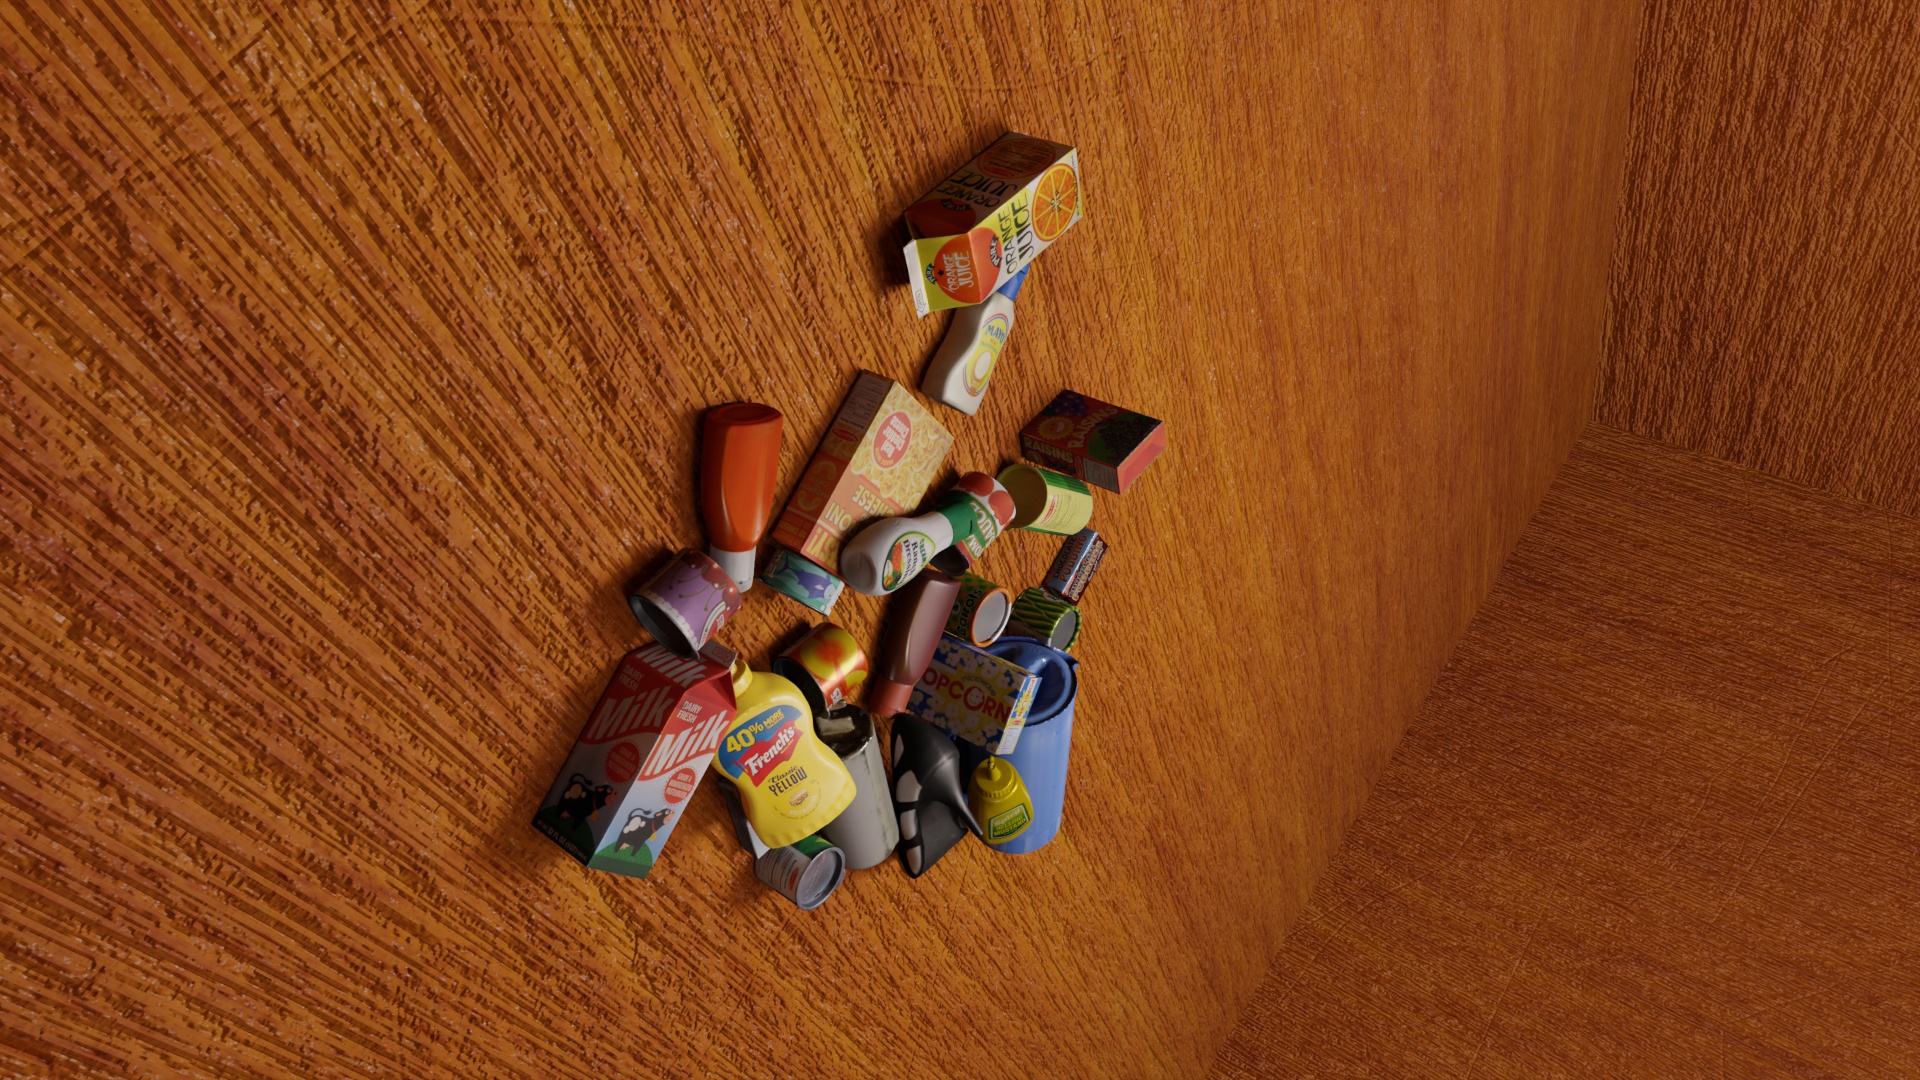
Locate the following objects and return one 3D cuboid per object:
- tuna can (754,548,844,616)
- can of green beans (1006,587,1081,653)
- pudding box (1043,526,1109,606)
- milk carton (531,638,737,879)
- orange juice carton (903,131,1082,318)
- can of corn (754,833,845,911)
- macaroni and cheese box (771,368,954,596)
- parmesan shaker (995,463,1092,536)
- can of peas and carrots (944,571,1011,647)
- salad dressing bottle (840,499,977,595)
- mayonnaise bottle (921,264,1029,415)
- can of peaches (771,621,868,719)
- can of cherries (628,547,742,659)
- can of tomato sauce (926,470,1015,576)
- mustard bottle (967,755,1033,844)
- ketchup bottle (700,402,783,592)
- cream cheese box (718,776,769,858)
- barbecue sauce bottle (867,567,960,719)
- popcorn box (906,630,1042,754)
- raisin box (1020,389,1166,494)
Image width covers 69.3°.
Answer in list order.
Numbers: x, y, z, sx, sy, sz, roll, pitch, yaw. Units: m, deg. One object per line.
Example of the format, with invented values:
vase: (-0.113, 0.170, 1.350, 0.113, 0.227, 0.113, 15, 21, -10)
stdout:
tuna can: (-0.136, 0.034, 1.172, 0.033, 0.071, 0.071, -62, 148, -7)
can of green beans: (0.094, 0.093, 1.551, 0.071, 0.058, 0.071, -34, 136, -40)
pudding box: (0.133, 0.028, 1.592, 0.084, 0.030, 0.049, -60, 147, -10)
milk carton: (-0.244, 0.160, 1.087, 0.190, 0.072, 0.073, -62, 147, -6)
orange juice carton: (0.019, -0.269, 1.190, 0.193, 0.073, 0.071, -44, 142, -30)
can of corn: (-0.153, 0.312, 1.332, 0.071, 0.058, 0.070, -34, 136, -40)
macaroni and cheese box: (-0.083, -0.048, 1.217, 0.166, 0.040, 0.123, -62, 148, -8)
parmesan shaker: (0.084, -0.038, 1.445, 0.103, 0.071, 0.071, 10, 102, -58)
can of peas and carrots: (0.009, 0.068, 1.409, 0.071, 0.059, 0.070, -34, 136, -41)
salad dressing bottle: (-0.042, 0.002, 1.229, 0.148, 0.044, 0.064, -28, 132, -47)
mayonnaise bottle: (0.017, -0.191, 1.268, 0.065, 0.041, 0.148, 23, 92, -56)
can of peaches: (-0.123, 0.116, 1.238, 0.058, 0.071, 0.071, -40, 140, -36)
can of cherries: (-0.209, 0.049, 1.068, 0.058, 0.071, 0.071, -47, 143, -29)
can of tomato sauce: (0.005, -0.017, 1.338, 0.083, 0.071, 0.070, -47, 143, -28)
mustard bottle: (0.037, 0.259, 1.414, 0.065, 0.049, 0.159, -25, 147, -8)
ketchup bottle: (-0.175, -0.032, 1.090, 0.065, 0.043, 0.148, -19, 126, -48)
cream cheese box: (-0.185, 0.239, 1.271, 0.053, 0.024, 0.103, -41, 140, -32)
barbecue sauce bottle: (-0.049, 0.101, 1.361, 0.065, 0.044, 0.148, 10, 103, -57)
popcorn box: (0.007, 0.151, 1.397, 0.038, 0.127, 0.085, 13, 99, -62)
raisin box: (0.136, -0.103, 1.423, 0.086, 0.123, 0.040, -45, 141, -30)
